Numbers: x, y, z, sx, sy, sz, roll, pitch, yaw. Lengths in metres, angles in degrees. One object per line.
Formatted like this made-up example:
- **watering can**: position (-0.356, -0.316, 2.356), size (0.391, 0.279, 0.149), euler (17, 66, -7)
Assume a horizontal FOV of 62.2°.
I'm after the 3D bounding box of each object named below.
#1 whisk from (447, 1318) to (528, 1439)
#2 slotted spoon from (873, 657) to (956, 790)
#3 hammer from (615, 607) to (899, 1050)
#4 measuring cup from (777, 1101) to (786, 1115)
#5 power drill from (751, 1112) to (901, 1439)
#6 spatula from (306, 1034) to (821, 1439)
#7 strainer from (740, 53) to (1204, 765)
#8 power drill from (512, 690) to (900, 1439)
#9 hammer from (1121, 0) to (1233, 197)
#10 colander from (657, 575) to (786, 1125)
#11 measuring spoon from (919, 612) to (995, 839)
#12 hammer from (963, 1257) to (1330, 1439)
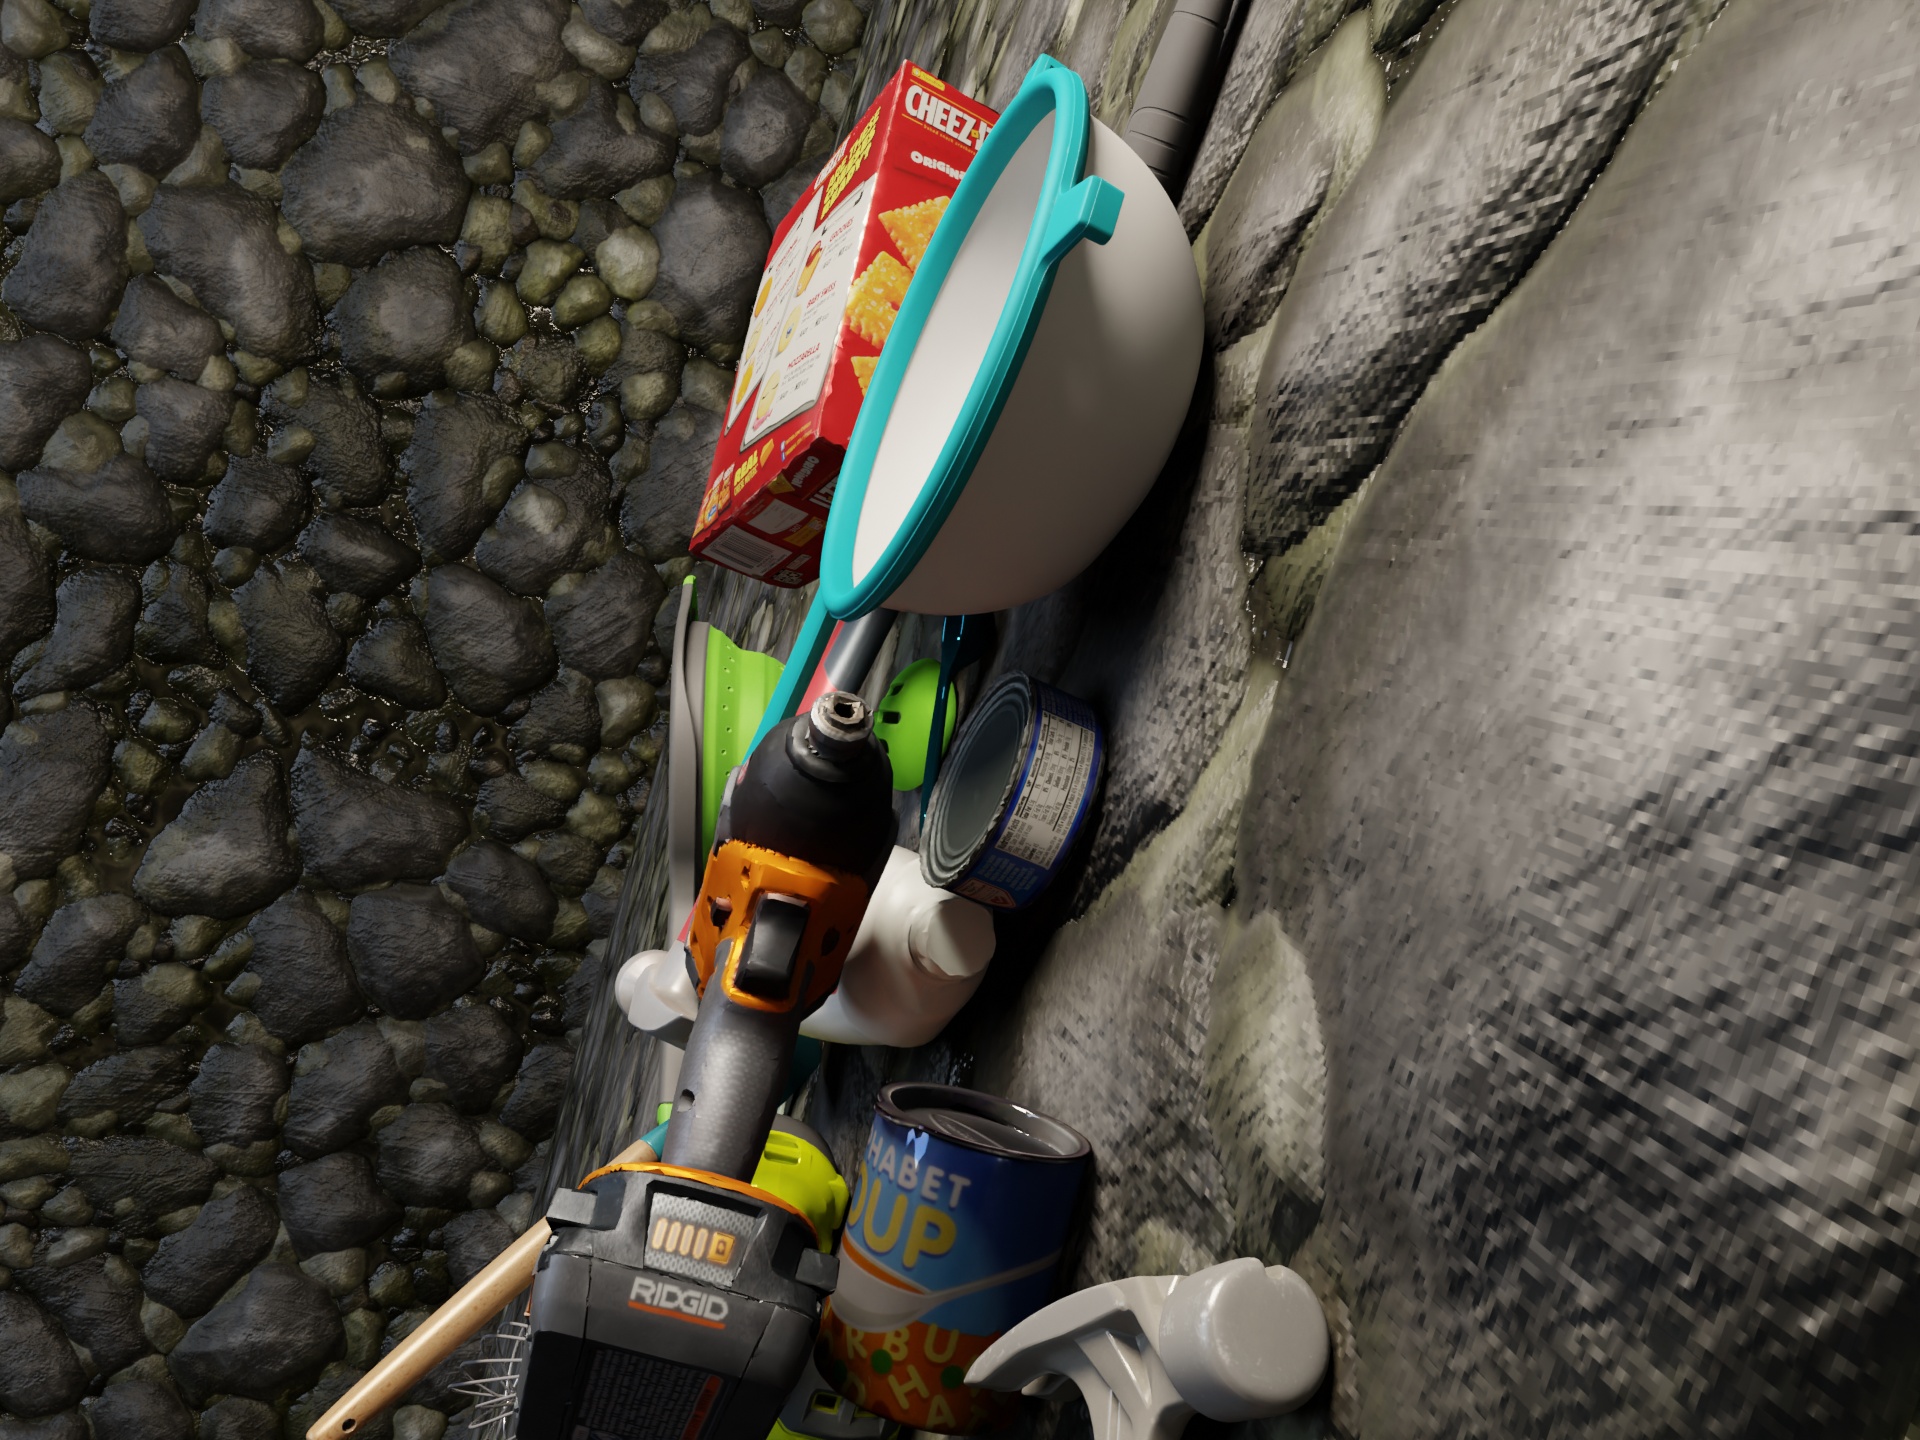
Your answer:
- **whisk**: position (-0.141, 0.260, 0.637), size (0.284, 0.070, 0.070), euler (-37, 38, 49)
- **slotted spoon**: position (-0.054, 0.006, 0.933), size (0.314, 0.031, 0.070), euler (170, 112, -76)
- **hammer**: position (-0.054, -0.023, 0.769), size (0.386, 0.038, 0.143), euler (-64, 18, -12)
- **measuring cup**: position (-0.118, 0.209, 0.913), size (0.083, 0.038, 0.167), euler (-151, 72, -83)
- **power drill**: position (-0.085, 0.274, 0.664), size (0.223, 0.080, 0.171), euler (-146, 73, -72)
- **spatula**: position (-0.172, 0.221, 0.754), size (0.044, 0.082, 0.317), euler (-3, 26, 45)
- **strainer**: position (0.003, -0.073, 0.625), size (0.211, 0.095, 0.340), euler (-95, 28, -56)
- **power drill**: position (-0.070, 0.106, 0.513), size (0.164, 0.084, 0.227), euler (112, 172, -46)
- **hammer**: position (0.096, -0.282, 0.641), size (0.128, 0.033, 0.331), euler (-111, 38, -66)
- **colander**: position (-0.143, 0.094, 1.046), size (0.204, 0.094, 0.397), euler (104, 166, -61)
- **measuring spoon**: position (-0.001, -0.002, 0.767), size (0.042, 0.021, 0.128), euler (-129, 46, -72)
- **hammer**: position (0.022, 0.295, 0.302), size (0.149, 0.036, 0.359), euler (126, 156, -55)
